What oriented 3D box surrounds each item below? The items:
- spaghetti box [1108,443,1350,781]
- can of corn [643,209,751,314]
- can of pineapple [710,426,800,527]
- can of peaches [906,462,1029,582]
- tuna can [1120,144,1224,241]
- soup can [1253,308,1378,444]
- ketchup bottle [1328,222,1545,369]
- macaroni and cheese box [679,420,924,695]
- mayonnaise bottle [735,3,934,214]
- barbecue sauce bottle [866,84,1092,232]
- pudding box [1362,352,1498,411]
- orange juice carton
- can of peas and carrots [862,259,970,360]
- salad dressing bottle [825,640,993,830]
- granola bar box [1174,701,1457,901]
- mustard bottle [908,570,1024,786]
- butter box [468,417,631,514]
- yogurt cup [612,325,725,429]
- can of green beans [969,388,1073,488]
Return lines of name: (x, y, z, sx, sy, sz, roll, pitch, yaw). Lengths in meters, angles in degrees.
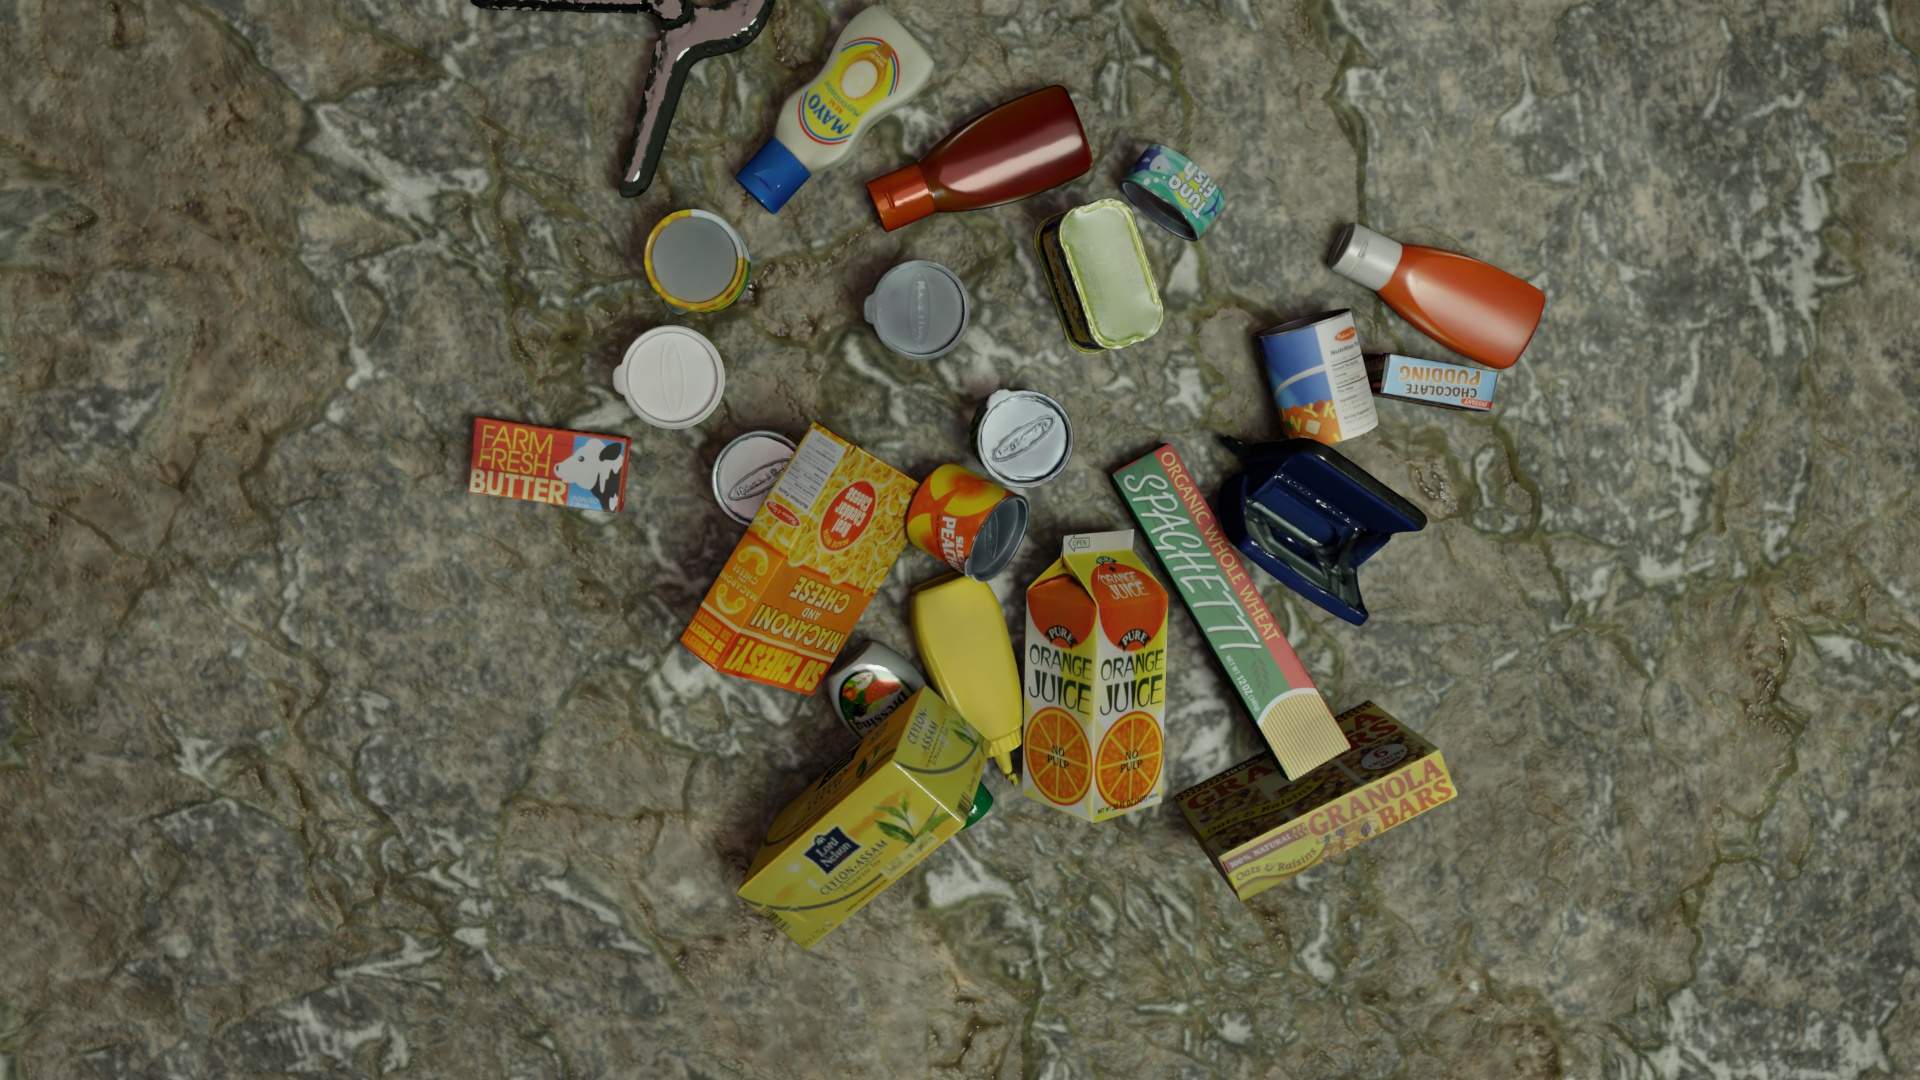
spaghetti box: (0.186, 0.048, 0.974, 0.050, 0.028, 0.250, -29, 84, -2)
can of corn: (-0.176, -0.183, 0.925, 0.071, 0.058, 0.071, -1, 98, -5)
can of pineapple: (-0.134, -0.042, 0.948, 0.071, 0.058, 0.071, -1, 98, -5)
can of peaches: (0.003, -0.012, 0.951, 0.058, 0.071, 0.071, 29, 95, 27)
tuna can: (0.145, -0.236, 0.942, 0.071, 0.071, 0.033, 37, 92, -9)
soup can: (0.248, -0.113, 0.973, 0.071, 0.071, 0.083, -17, 100, -3)
ketchup bottle: (0.334, -0.178, 0.982, 0.149, 0.043, 0.064, 23, 94, -8)
macaroni and cheese box: (-0.098, 0.016, 0.925, 0.040, 0.123, 0.166, 33, 91, 28)
mayonnaise bottle: (-0.087, -0.284, 0.929, 0.064, 0.041, 0.148, 43, 91, -11)
barbecue sauce bottle: (0.011, -0.253, 0.942, 0.148, 0.044, 0.064, -22, 99, -1)
pudding box: (0.330, -0.112, 0.987, 0.084, 0.050, 0.030, 9, 95, -7)
orange juice carton: (0.094, 0.089, 0.967, 0.072, 0.073, 0.192, -6, 100, -39)
can of peas and carrots: (-0.031, -0.155, 0.943, 0.071, 0.059, 0.071, -1, 98, -5)
salad dressing bottle: (-0.034, 0.140, 0.989, 0.064, 0.044, 0.147, -36, 100, 10)
granola bar box: (0.246, 0.181, 0.981, 0.166, 0.124, 0.039, -26, 100, -1)
mustard bottle: (0.011, 0.102, 0.986, 0.065, 0.049, 0.160, -19, 99, -9)
butter box: (-0.281, -0.052, 0.950, 0.103, 0.024, 0.053, 8, 98, -6)
yogurt cup: (-0.191, -0.111, 0.936, 0.072, 0.054, 0.072, -1, 98, -5)
can of green beans: (0.041, -0.072, 0.961, 0.071, 0.058, 0.071, -1, 98, -5)
